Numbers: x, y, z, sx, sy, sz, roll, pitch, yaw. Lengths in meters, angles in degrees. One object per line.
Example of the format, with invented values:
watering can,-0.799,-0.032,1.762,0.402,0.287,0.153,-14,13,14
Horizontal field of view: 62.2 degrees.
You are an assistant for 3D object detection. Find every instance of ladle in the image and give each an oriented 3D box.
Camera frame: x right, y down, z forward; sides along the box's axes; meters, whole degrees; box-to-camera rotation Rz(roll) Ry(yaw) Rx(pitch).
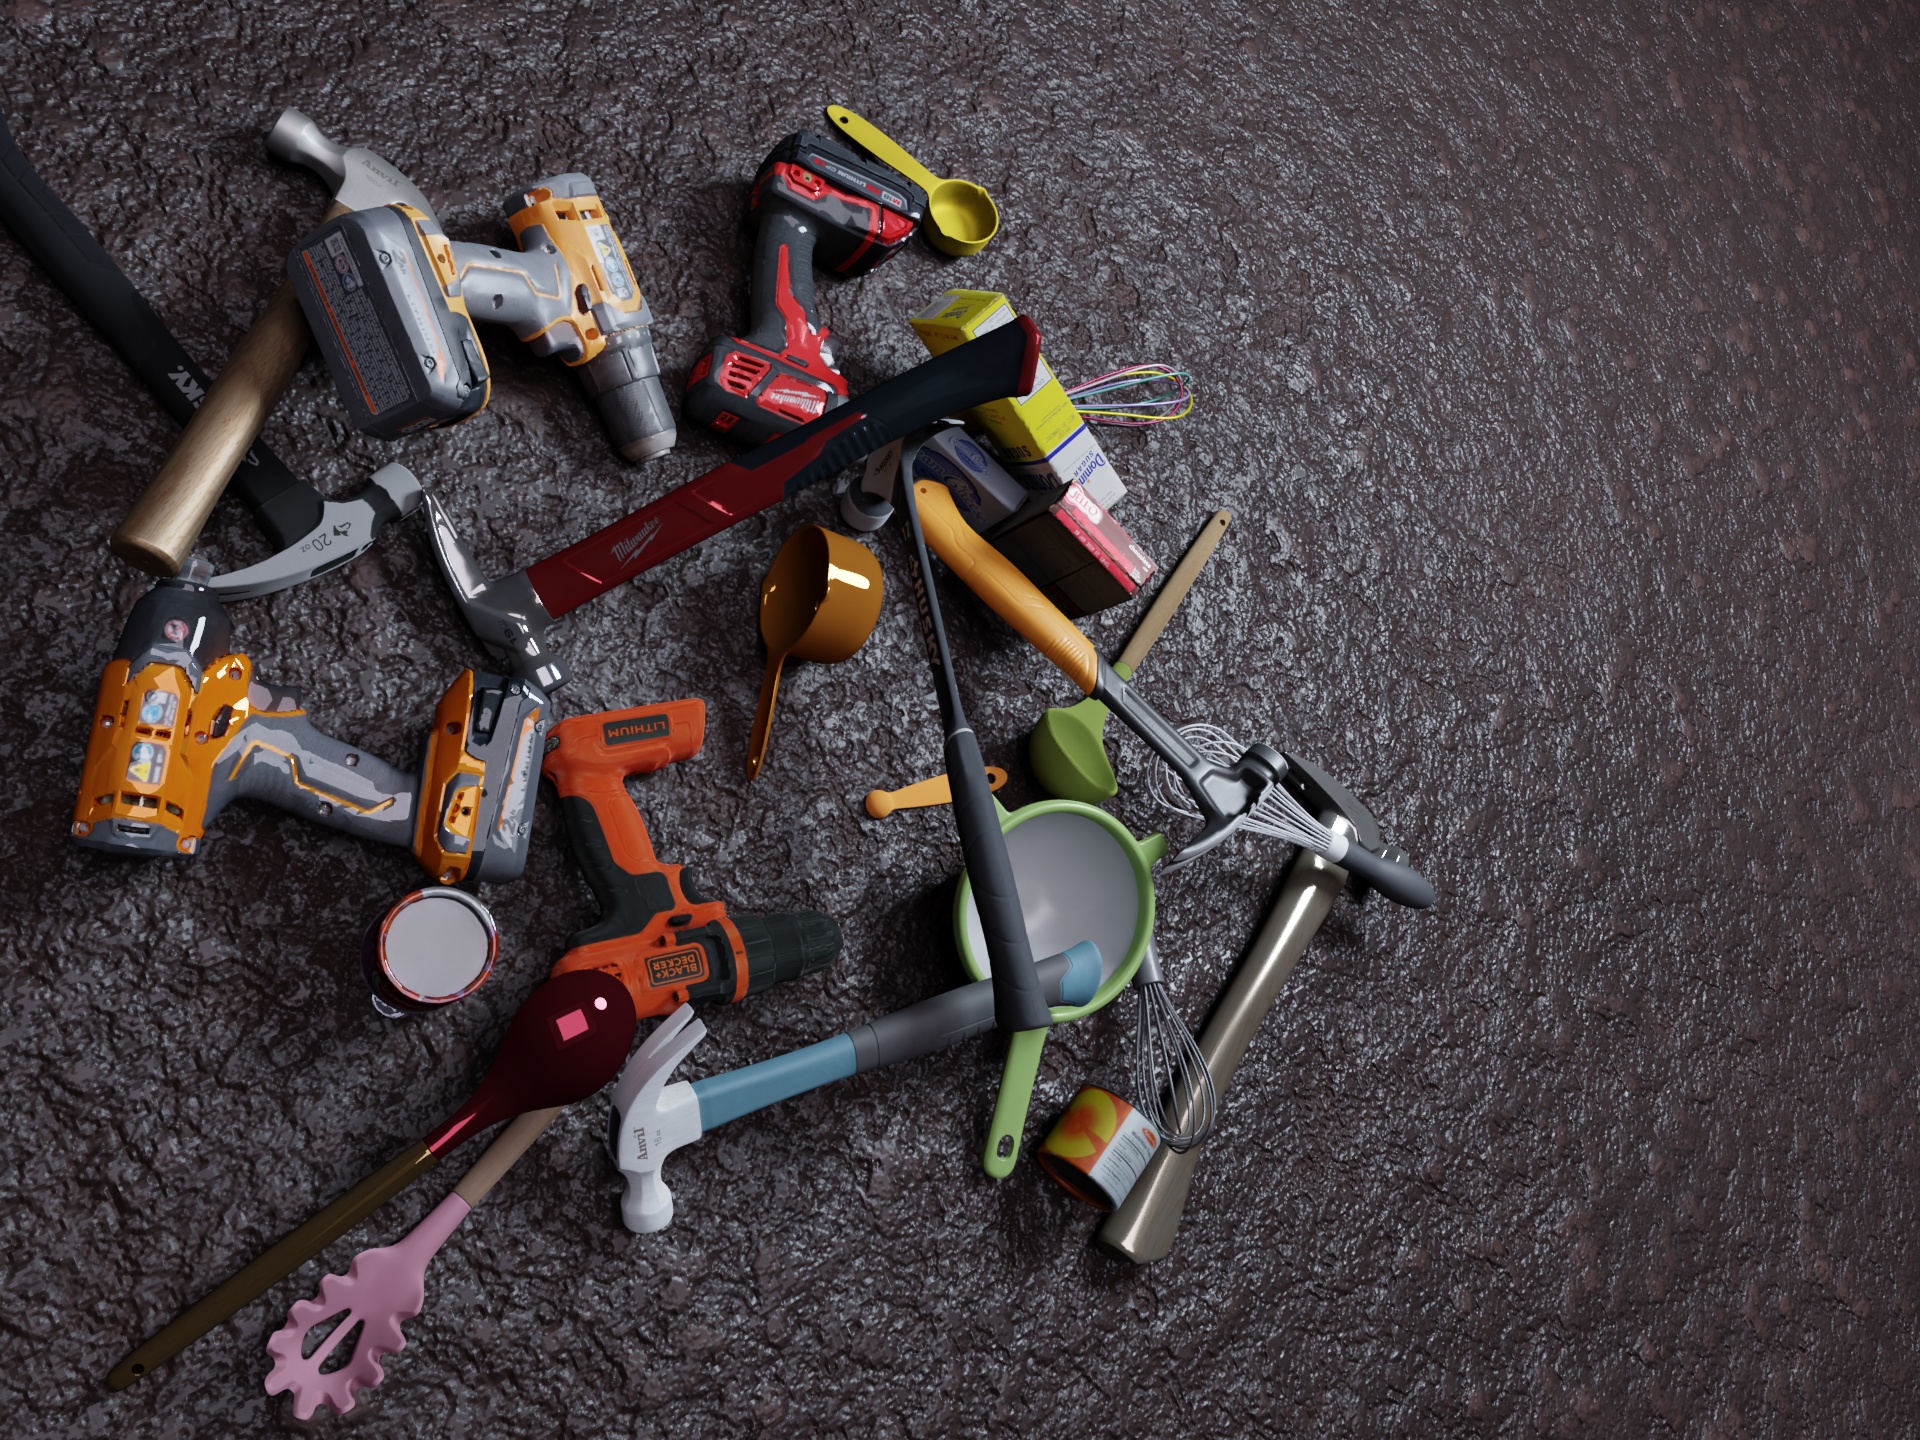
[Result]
ladle,-0.305,0.243,0.844,0.315,0.031,0.069,-36,107,-17
ladle,0.143,-0.060,1.206,0.078,0.062,0.320,45,57,-15

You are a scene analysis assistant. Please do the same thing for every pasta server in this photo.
pasta server,-0.261,0.249,0.899,0.060,0.040,0.316,45,58,-6

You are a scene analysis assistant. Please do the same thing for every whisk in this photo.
whisk,0.254,0.082,1.195,0.284,0.070,0.070,28,65,-23
whisk,0.083,-0.243,1.227,0.245,0.051,0.047,-14,90,-29
whisk,0.133,0.185,1.123,0.055,0.055,0.239,2,63,-30

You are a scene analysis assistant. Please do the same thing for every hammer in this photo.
hammer,-0.471,-0.216,0.902,0.334,0.035,0.146,51,58,-9
hammer,-0.002,-0.003,1.013,0.036,0.149,0.409,-4,70,-25
hammer,0.202,0.210,1.180,0.146,0.038,0.411,42,61,-12
hammer,-0.390,-0.213,0.910,0.130,0.031,0.332,29,51,-24
hammer,-0.056,0.202,0.979,0.331,0.033,0.128,-15,117,-26
hammer,0.071,-0.045,1.109,0.337,0.034,0.127,45,55,10
hammer,-0.131,-0.160,0.970,0.386,0.038,0.143,-28,96,-1

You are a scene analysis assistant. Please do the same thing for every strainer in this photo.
strainer,0.042,0.178,1.088,0.151,0.069,0.256,14,88,-24

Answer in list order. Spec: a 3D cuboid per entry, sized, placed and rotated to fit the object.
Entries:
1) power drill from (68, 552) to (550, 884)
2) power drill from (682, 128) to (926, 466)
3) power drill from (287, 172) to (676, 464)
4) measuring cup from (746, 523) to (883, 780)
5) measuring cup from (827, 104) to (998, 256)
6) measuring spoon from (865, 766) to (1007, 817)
power drill,-0.351,0.005,0.878,0.226,0.084,0.164,11,81,-25
power drill,-0.101,-0.284,1.114,0.143,0.078,0.220,20,71,-24
power drill,-0.270,-0.230,0.965,0.226,0.084,0.185,-37,109,-56
measuring cup,-0.100,-0.040,1.055,0.052,0.095,0.173,14,89,-34
measuring cup,-0.041,-0.412,1.216,0.156,0.029,0.062,37,61,-3
measuring spoon,-0.014,0.048,1.111,0.117,0.011,0.021,-11,83,-32
